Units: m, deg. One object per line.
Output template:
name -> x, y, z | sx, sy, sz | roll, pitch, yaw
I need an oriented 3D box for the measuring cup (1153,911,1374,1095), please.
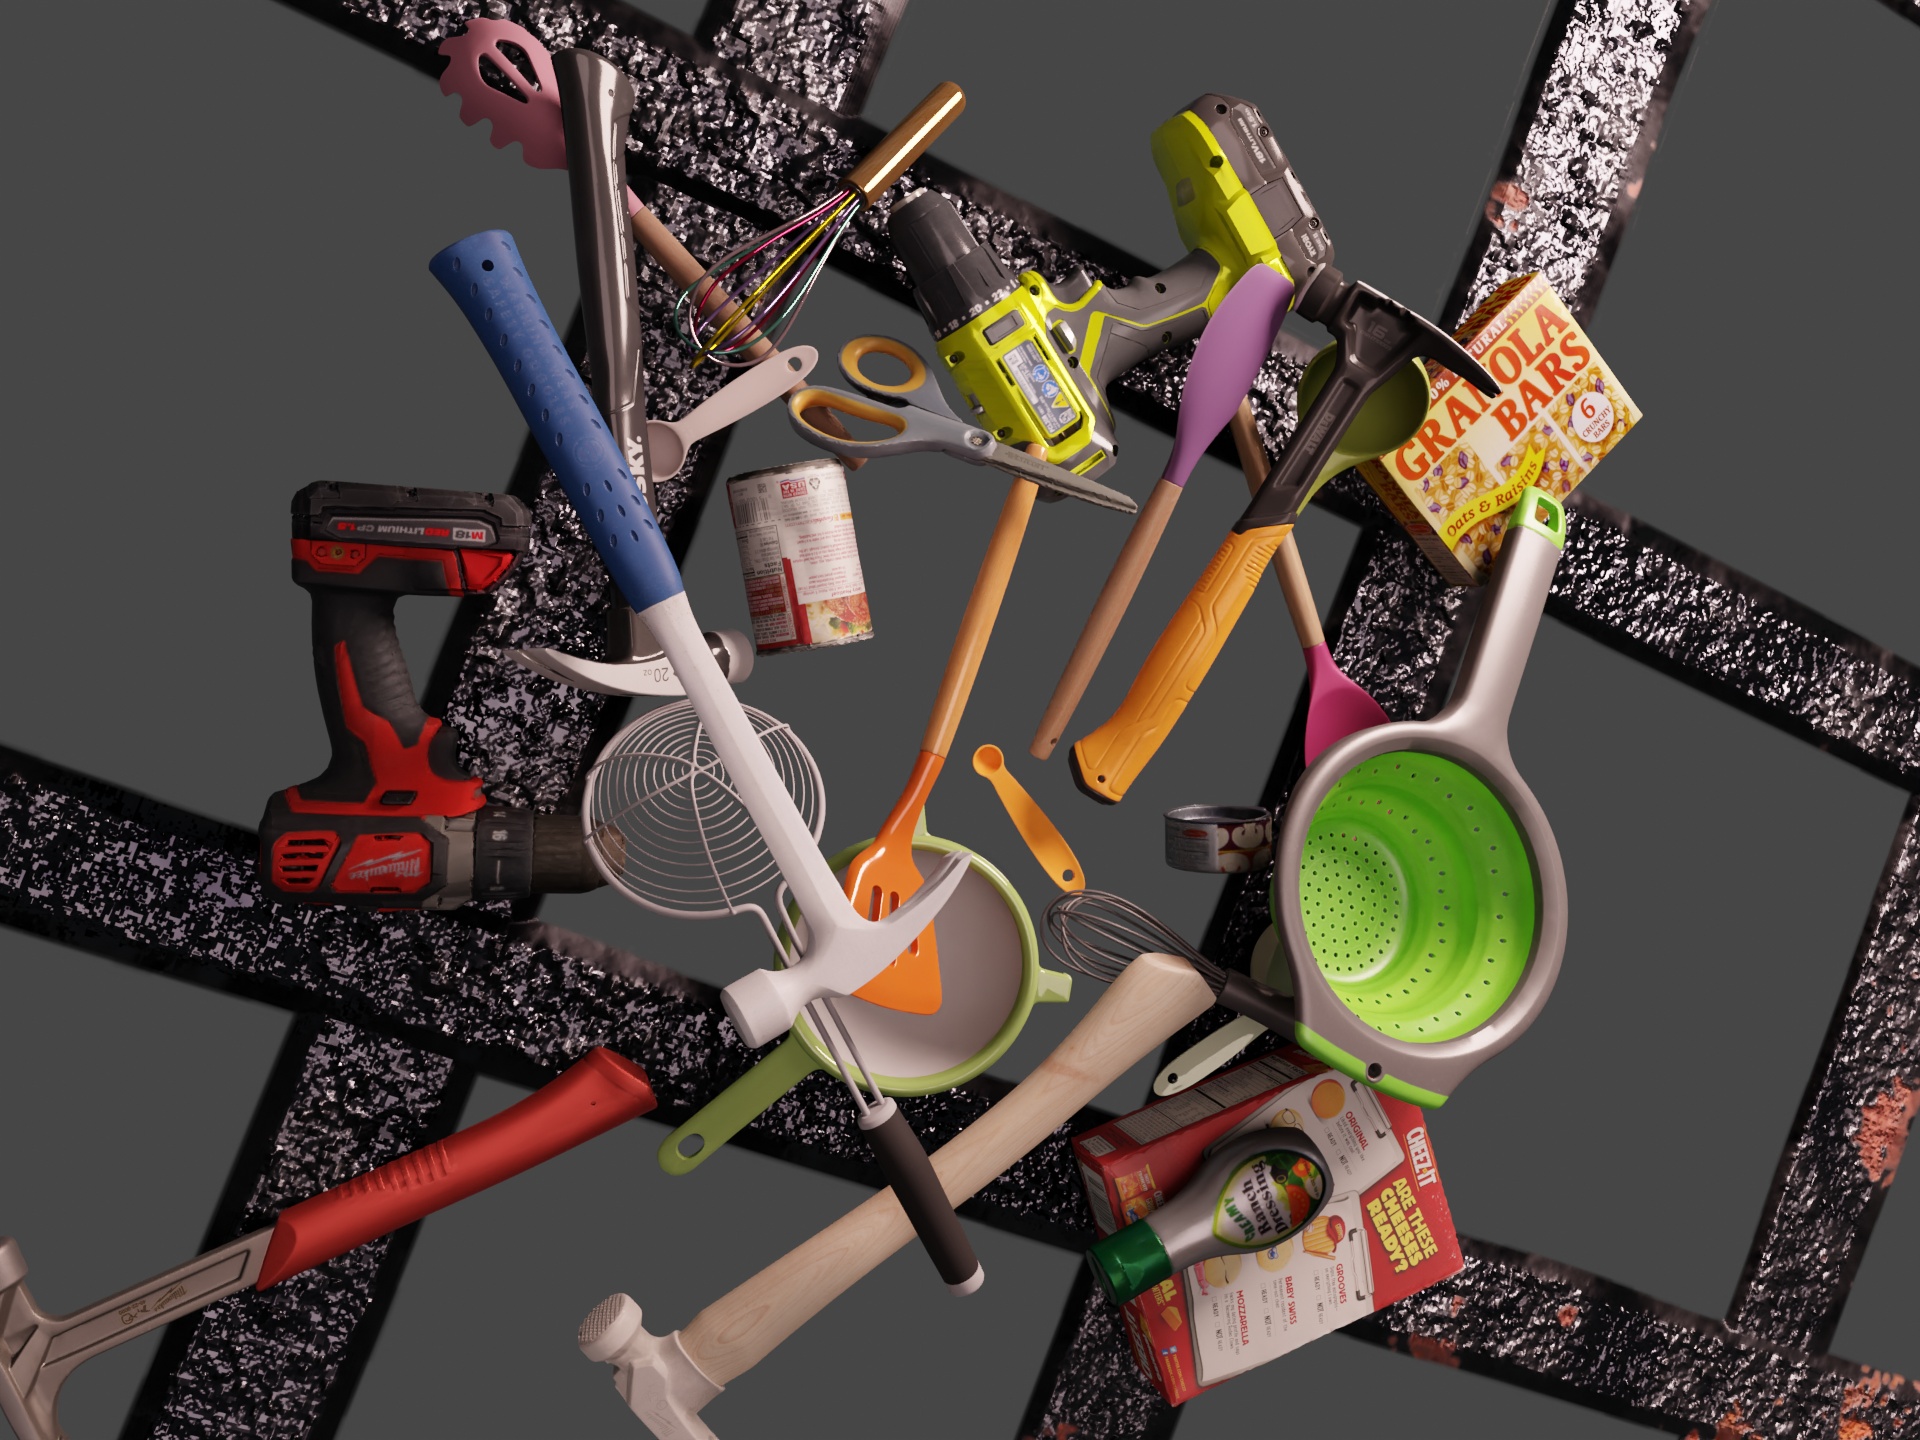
measuring cup -> 0.186, 0.184, 1.015 | 0.167, 0.038, 0.083 | -33, 102, -10

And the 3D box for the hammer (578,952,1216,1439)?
hammer -> -0.016, 0.283, 0.930 | 0.410, 0.038, 0.146 | -37, 105, -1

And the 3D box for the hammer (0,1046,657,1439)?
hammer -> -0.336, 0.282, 0.868 | 0.359, 0.037, 0.149 | -22, 100, -13

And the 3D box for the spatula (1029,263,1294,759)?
spatula -> 0.112, -0.118, 0.939 | 0.059, 0.018, 0.316 | 12, 108, -45

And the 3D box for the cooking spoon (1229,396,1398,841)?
cooking spoon -> 0.218, -0.073, 1.015 | 0.069, 0.017, 0.319 | -22, 100, -12

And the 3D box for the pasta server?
pasta server -> -0.163, -0.259, 0.888 | 0.060, 0.040, 0.316 | -46, 108, -9

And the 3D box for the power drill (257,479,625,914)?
power drill -> -0.270, -0.008, 0.848 | 0.187, 0.080, 0.226 | 3, 96, -16

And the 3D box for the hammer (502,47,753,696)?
hammer -> -0.184, -0.177, 0.833 | 0.146, 0.035, 0.335 | -11, 98, -52

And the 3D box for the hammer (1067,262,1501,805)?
hammer -> 0.173, -0.091, 0.937 | 0.127, 0.034, 0.337 | 33, 100, 5

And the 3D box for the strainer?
strainer -> -0.072, 0.170, 0.928 | 0.256, 0.069, 0.151 | -40, 96, 2

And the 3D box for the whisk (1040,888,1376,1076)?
whisk -> 0.160, 0.165, 0.970 | 0.239, 0.055, 0.055 | 24, 87, 1

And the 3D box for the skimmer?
skimmer -> -0.082, 0.158, 0.874 | 0.127, 0.090, 0.363 | -31, 107, -19

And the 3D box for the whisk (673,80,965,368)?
whisk -> -0.075, -0.278, 0.885 | 0.051, 0.047, 0.245 | 31, 66, 15

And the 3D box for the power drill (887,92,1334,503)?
power drill -> 0.085, -0.265, 0.933 | 0.228, 0.080, 0.190 | -35, 104, -8

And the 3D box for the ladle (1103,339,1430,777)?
ladle -> 0.177, -0.092, 0.968 | 0.078, 0.062, 0.320 | 32, 93, -2

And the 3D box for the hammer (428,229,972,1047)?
hammer -> -0.137, -0.050, 0.781 | 0.144, 0.035, 0.405 | -29, 95, -18

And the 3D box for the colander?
colander -> 0.287, 0.036, 0.987 | 0.204, 0.094, 0.397 | 28, 72, -15

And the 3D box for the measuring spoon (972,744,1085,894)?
measuring spoon -> 0.042, 0.062, 0.979 | 0.021, 0.011, 0.116 | -38, 107, -10

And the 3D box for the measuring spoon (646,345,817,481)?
measuring spoon -> -0.134, -0.176, 0.897 | 0.124, 0.018, 0.034 | -32, 103, -3

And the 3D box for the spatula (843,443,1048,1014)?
spatula -> -0.001, -0.003, 0.872 | 0.081, 0.041, 0.323 | 25, 79, -39
